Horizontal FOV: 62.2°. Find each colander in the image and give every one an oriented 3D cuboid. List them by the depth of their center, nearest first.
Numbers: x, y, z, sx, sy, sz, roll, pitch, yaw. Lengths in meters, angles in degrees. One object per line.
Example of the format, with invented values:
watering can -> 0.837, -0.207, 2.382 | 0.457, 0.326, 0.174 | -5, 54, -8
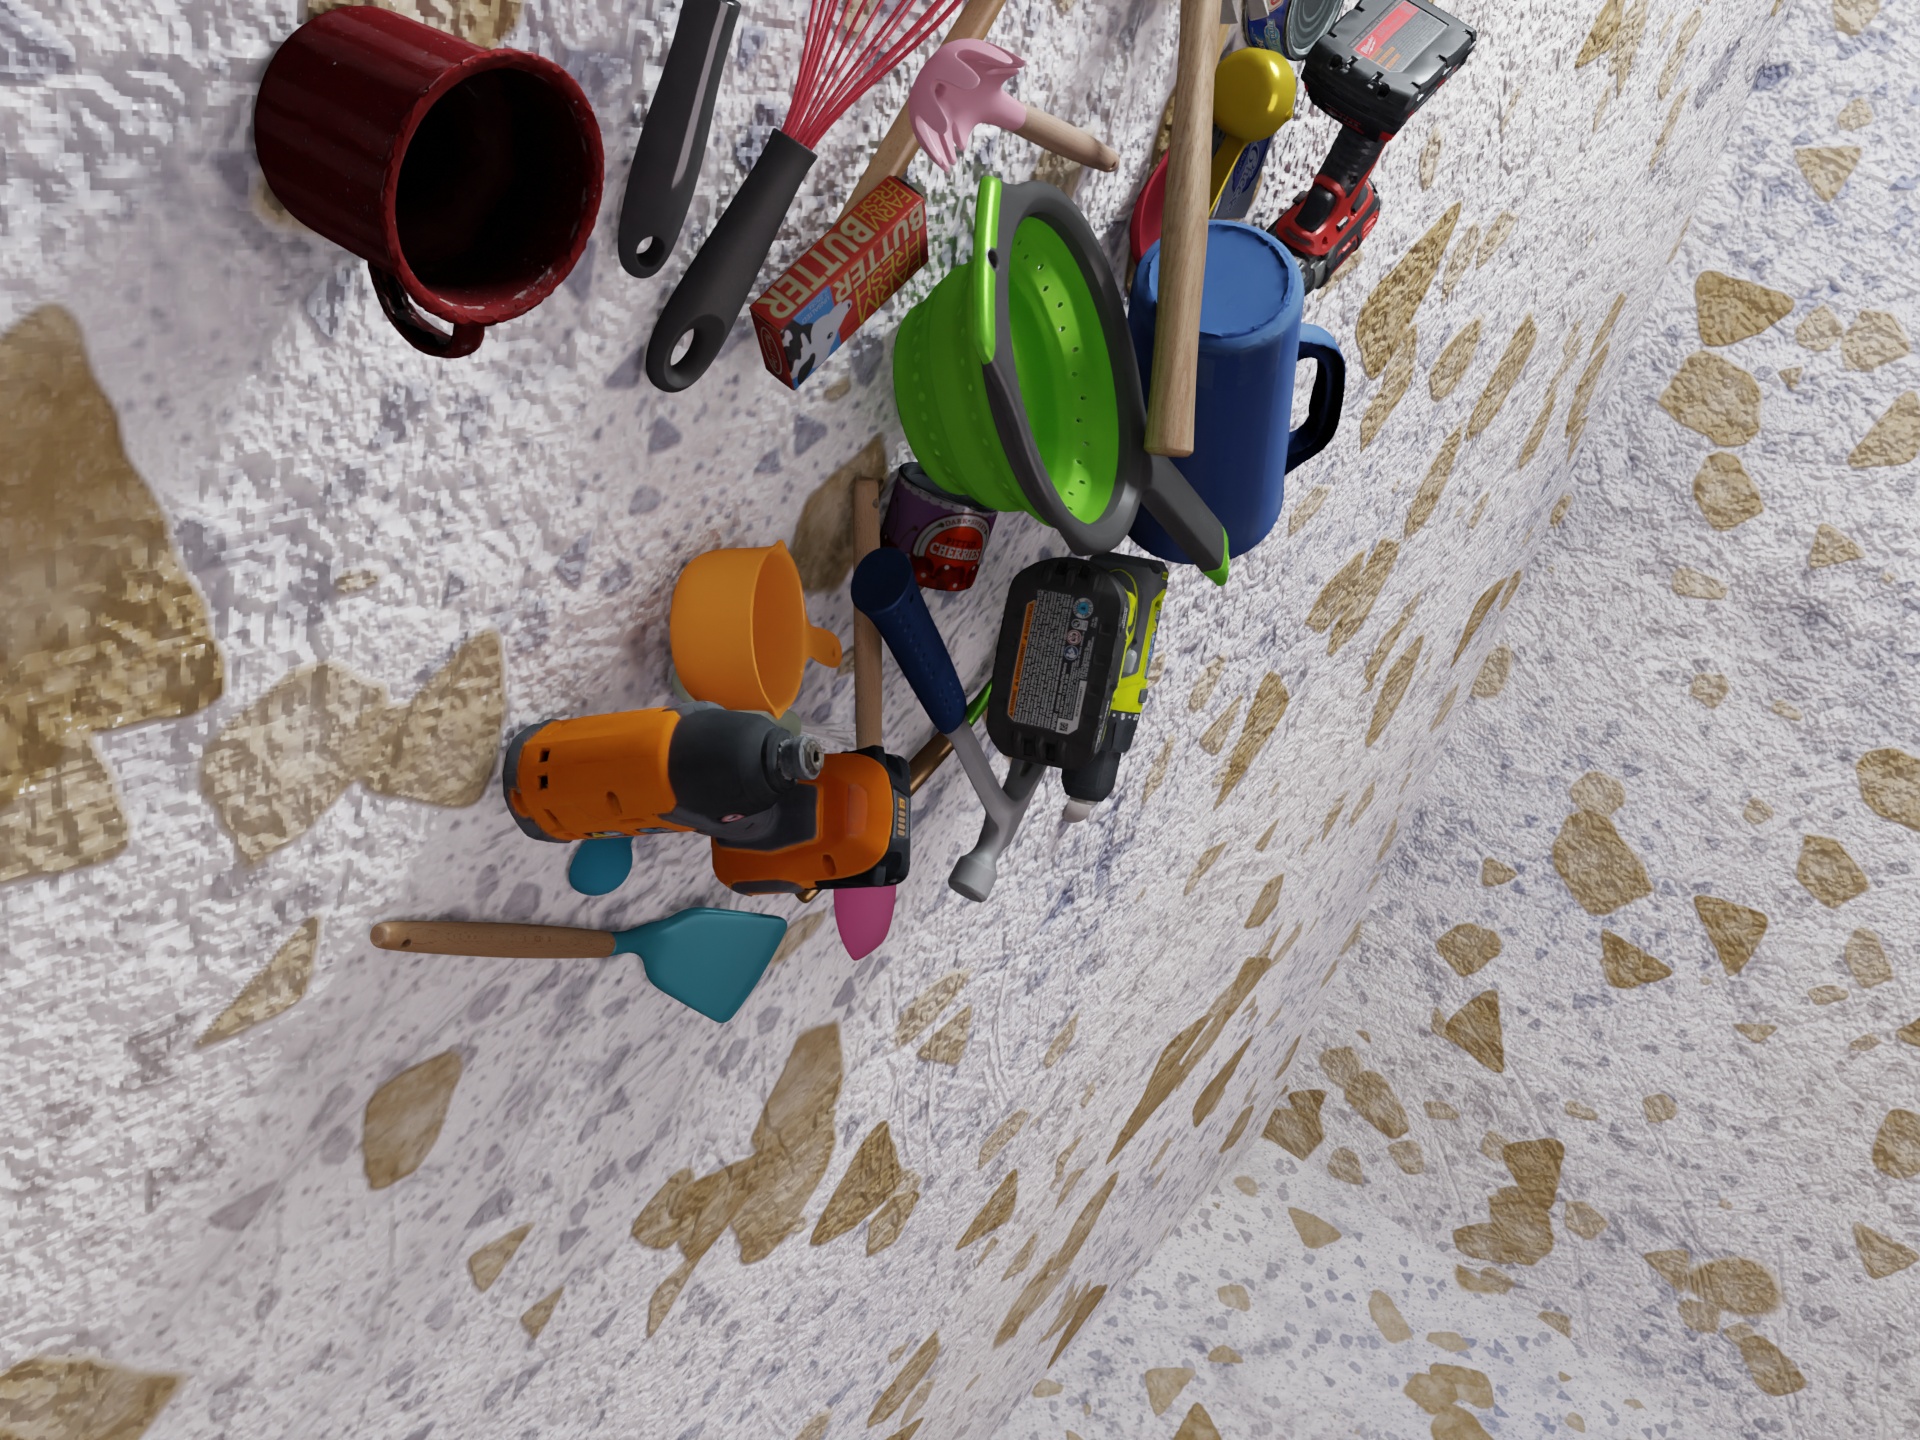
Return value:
colander -> 0.063, -0.163, 0.961 | 0.396, 0.094, 0.205 | 34, 54, -57

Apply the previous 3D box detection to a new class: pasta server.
pasta server -> 0.042, -0.311, 0.841 | 0.060, 0.040, 0.316 | -50, 171, 22

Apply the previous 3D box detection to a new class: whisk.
whisk -> -0.102, -0.293, 0.643 | 0.055, 0.055, 0.238 | -21, 140, -54
whisk -> -0.064, -0.278, 0.718 | 0.296, 0.073, 0.073 | -58, 156, 11
whisk -> -0.105, 0.008, 0.978 | 0.246, 0.059, 0.058 | 35, 47, -62

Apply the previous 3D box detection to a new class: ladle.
ladle -> -0.003, -0.349, 0.783 | 0.320, 0.062, 0.078 | -57, 169, 11
ladle -> 0.159, -0.432, 1.002 | 0.069, 0.031, 0.315 | -23, 136, -50

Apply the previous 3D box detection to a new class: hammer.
hammer -> 0.134, -0.321, 0.929 | 0.130, 0.031, 0.331 | -5, 100, -58
hammer -> -0.002, -0.003, 1.063 | 0.144, 0.035, 0.405 | -63, 159, -17

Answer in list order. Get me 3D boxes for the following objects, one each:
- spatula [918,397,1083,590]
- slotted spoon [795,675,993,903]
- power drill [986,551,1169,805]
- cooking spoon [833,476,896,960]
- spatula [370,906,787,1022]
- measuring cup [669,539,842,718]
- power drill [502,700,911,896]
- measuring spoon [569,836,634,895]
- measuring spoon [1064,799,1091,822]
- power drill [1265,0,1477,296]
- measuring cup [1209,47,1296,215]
spatula -> 0.036, -0.167, 1.073 | 0.316, 0.018, 0.059 | -49, 153, -25
slotted spoon -> -0.014, 0.017, 1.177 | 0.314, 0.031, 0.070 | -47, 153, -20
power drill -> 0.088, -0.027, 1.125 | 0.228, 0.080, 0.190 | -8, 110, -73
cooking spoon -> -0.057, 0.006, 0.992 | 0.069, 0.017, 0.318 | -29, 126, -52
spatula -> -0.211, 0.132, 0.912 | 0.082, 0.044, 0.317 | -58, 155, 6
measuring cup -> -0.111, -0.045, 0.885 | 0.173, 0.052, 0.095 | 19, 71, -78
power drill -> -0.109, 0.041, 0.850 | 0.226, 0.164, 0.084 | 26, 61, -63
measuring spoon -> -0.173, 0.055, 0.922 | 0.129, 0.021, 0.042 | -46, 152, -27
measuring spoon -> 0.131, 0.043, 1.490 | 0.034, 0.018, 0.124 | 2, 116, -62
power drill -> 0.266, -0.392, 1.154 | 0.188, 0.080, 0.226 | -47, 167, -26
measuring cup -> 0.168, -0.373, 1.066 | 0.029, 0.062, 0.156 | -9, 137, -47
